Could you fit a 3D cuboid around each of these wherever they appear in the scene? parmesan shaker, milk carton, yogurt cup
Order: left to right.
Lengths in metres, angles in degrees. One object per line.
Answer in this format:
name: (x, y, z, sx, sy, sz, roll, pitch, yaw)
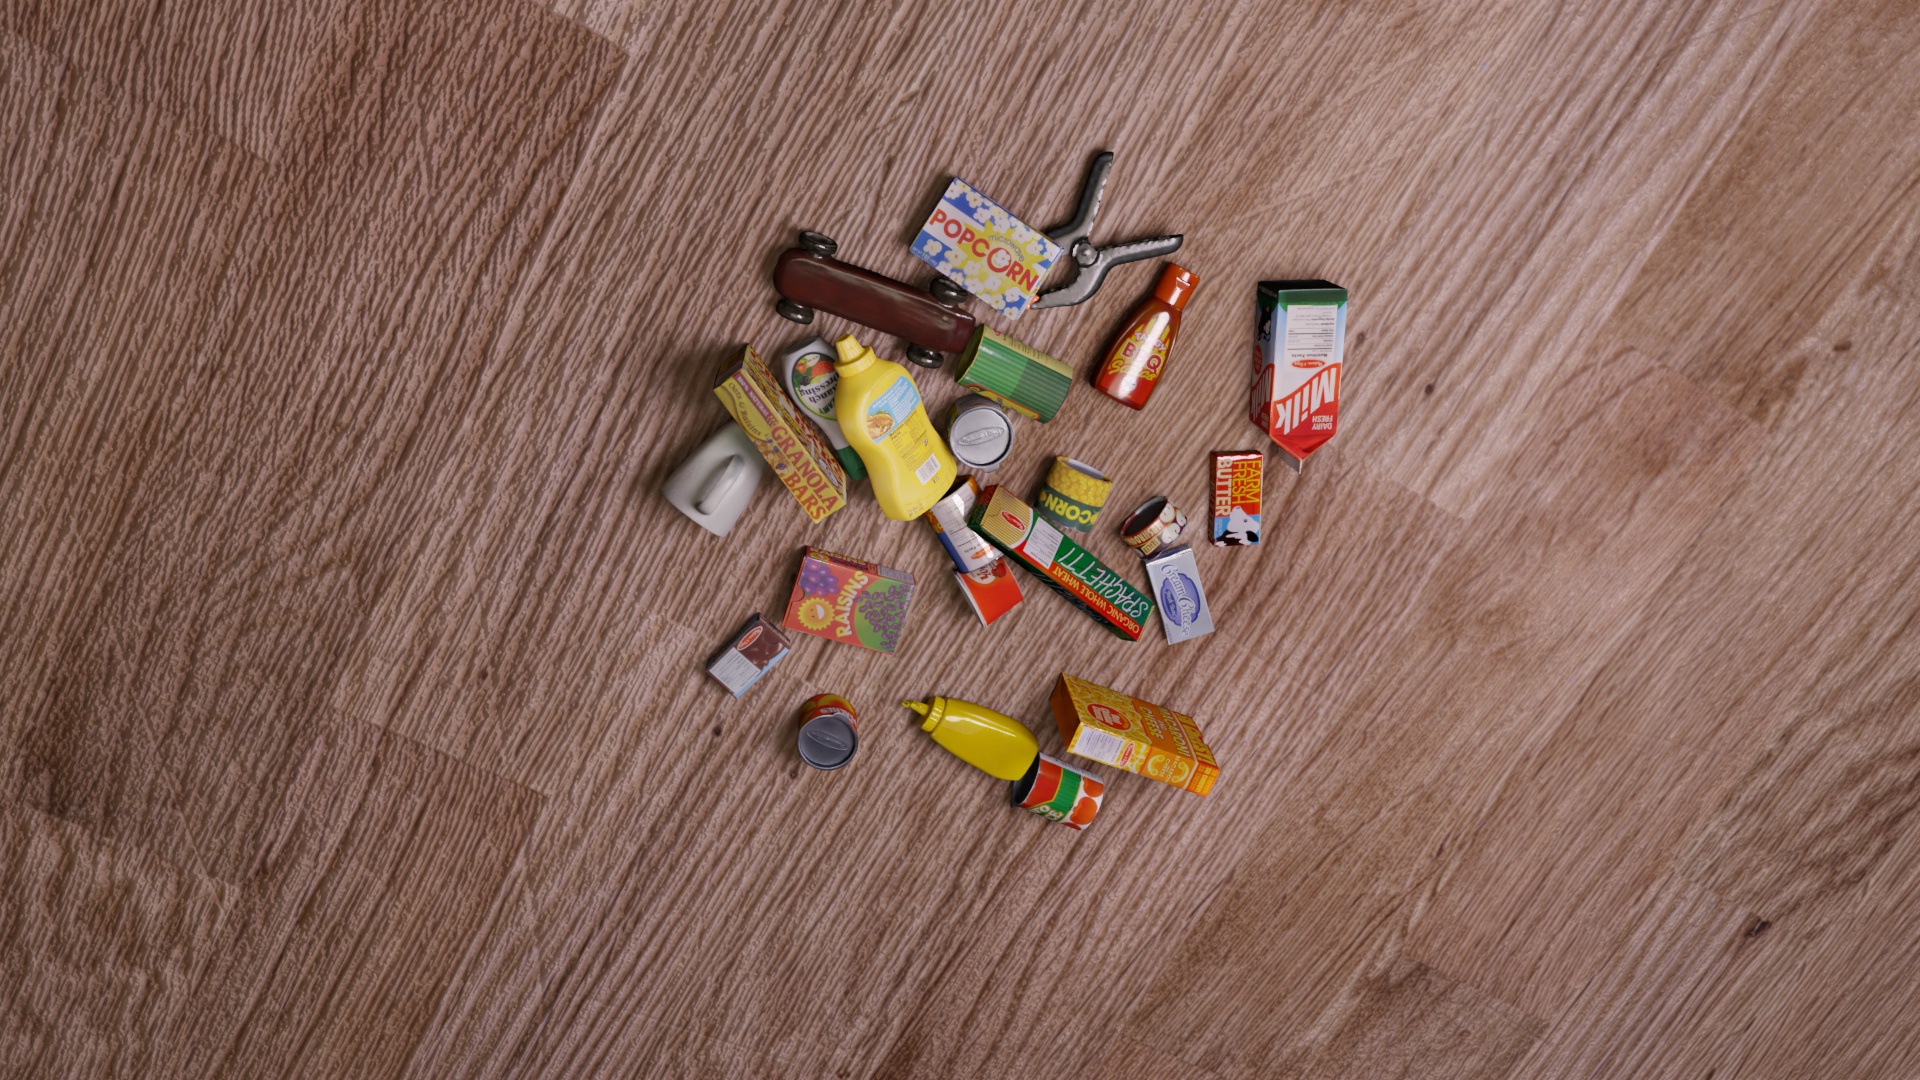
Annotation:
yogurt cup: (0.031, 0.051, 1.475, 0.054, 0.072, 0.072, -29, 109, -4)
parmesan shaker: (0.054, -0.166, 1.399, 0.103, 0.071, 0.071, 24, 105, -13)
milk carton: (0.345, -0.168, 1.430, 0.073, 0.072, 0.189, -2, 108, -5)

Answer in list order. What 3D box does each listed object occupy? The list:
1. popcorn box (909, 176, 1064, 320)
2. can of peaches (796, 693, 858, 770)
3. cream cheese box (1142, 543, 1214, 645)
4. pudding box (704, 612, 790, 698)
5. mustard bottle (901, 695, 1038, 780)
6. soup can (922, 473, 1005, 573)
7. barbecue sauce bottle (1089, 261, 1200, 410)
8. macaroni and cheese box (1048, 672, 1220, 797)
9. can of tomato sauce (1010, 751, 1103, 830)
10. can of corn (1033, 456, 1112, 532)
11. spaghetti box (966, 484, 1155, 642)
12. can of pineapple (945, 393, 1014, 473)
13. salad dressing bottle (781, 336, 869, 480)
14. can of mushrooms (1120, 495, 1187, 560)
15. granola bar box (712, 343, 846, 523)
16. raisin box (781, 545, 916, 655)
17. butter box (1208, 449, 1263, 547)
popcorn box: (0.025, -0.285, 1.358, 0.127, 0.038, 0.085, 34, 103, 0)
can of peaches: (-0.143, 0.206, 1.510, 0.071, 0.058, 0.071, -2, 108, -5)
cream cheese box: (0.238, 0.060, 1.519, 0.053, 0.024, 0.103, -19, 109, 0)
pudding box: (-0.227, 0.124, 1.488, 0.083, 0.030, 0.049, -43, 106, 9)
mustard bottle: (0.006, 0.208, 1.531, 0.160, 0.049, 0.065, 28, 104, -14)
soup can: (0.005, -0.018, 1.447, 0.071, 0.071, 0.083, -31, 104, 5)
barbecue sauce bottle: (0.192, -0.210, 1.414, 0.065, 0.044, 0.148, 25, 104, -13)
macaroni and cheese box: (0.188, 0.210, 1.511, 0.166, 0.124, 0.040, 19, 107, -12)
can of tomato sauce: (0.108, 0.282, 1.557, 0.083, 0.071, 0.071, 24, 105, -14)
can of corn: (0.117, -0.048, 1.446, 0.071, 0.071, 0.058, 21, 105, -12)
spaghetti box: (0.109, 0.027, 1.452, 0.249, 0.028, 0.050, 36, 71, -30)
can of pineapple: (0.019, -0.111, 1.421, 0.071, 0.058, 0.070, -2, 109, -5)
salad dressing bottle: (-0.128, -0.132, 1.406, 0.064, 0.044, 0.147, -28, 109, -1)
can of mushrooms: (0.203, -0.013, 1.467, 0.071, 0.071, 0.033, -40, 106, 8)
granola bar box: (-0.176, -0.107, 1.366, 0.039, 0.124, 0.165, -34, 109, 6)
raisin box: (-0.119, 0.064, 1.475, 0.123, 0.040, 0.085, 16, 107, -10)
butter box: (0.295, -0.046, 1.490, 0.053, 0.024, 0.103, -4, 109, -5)
